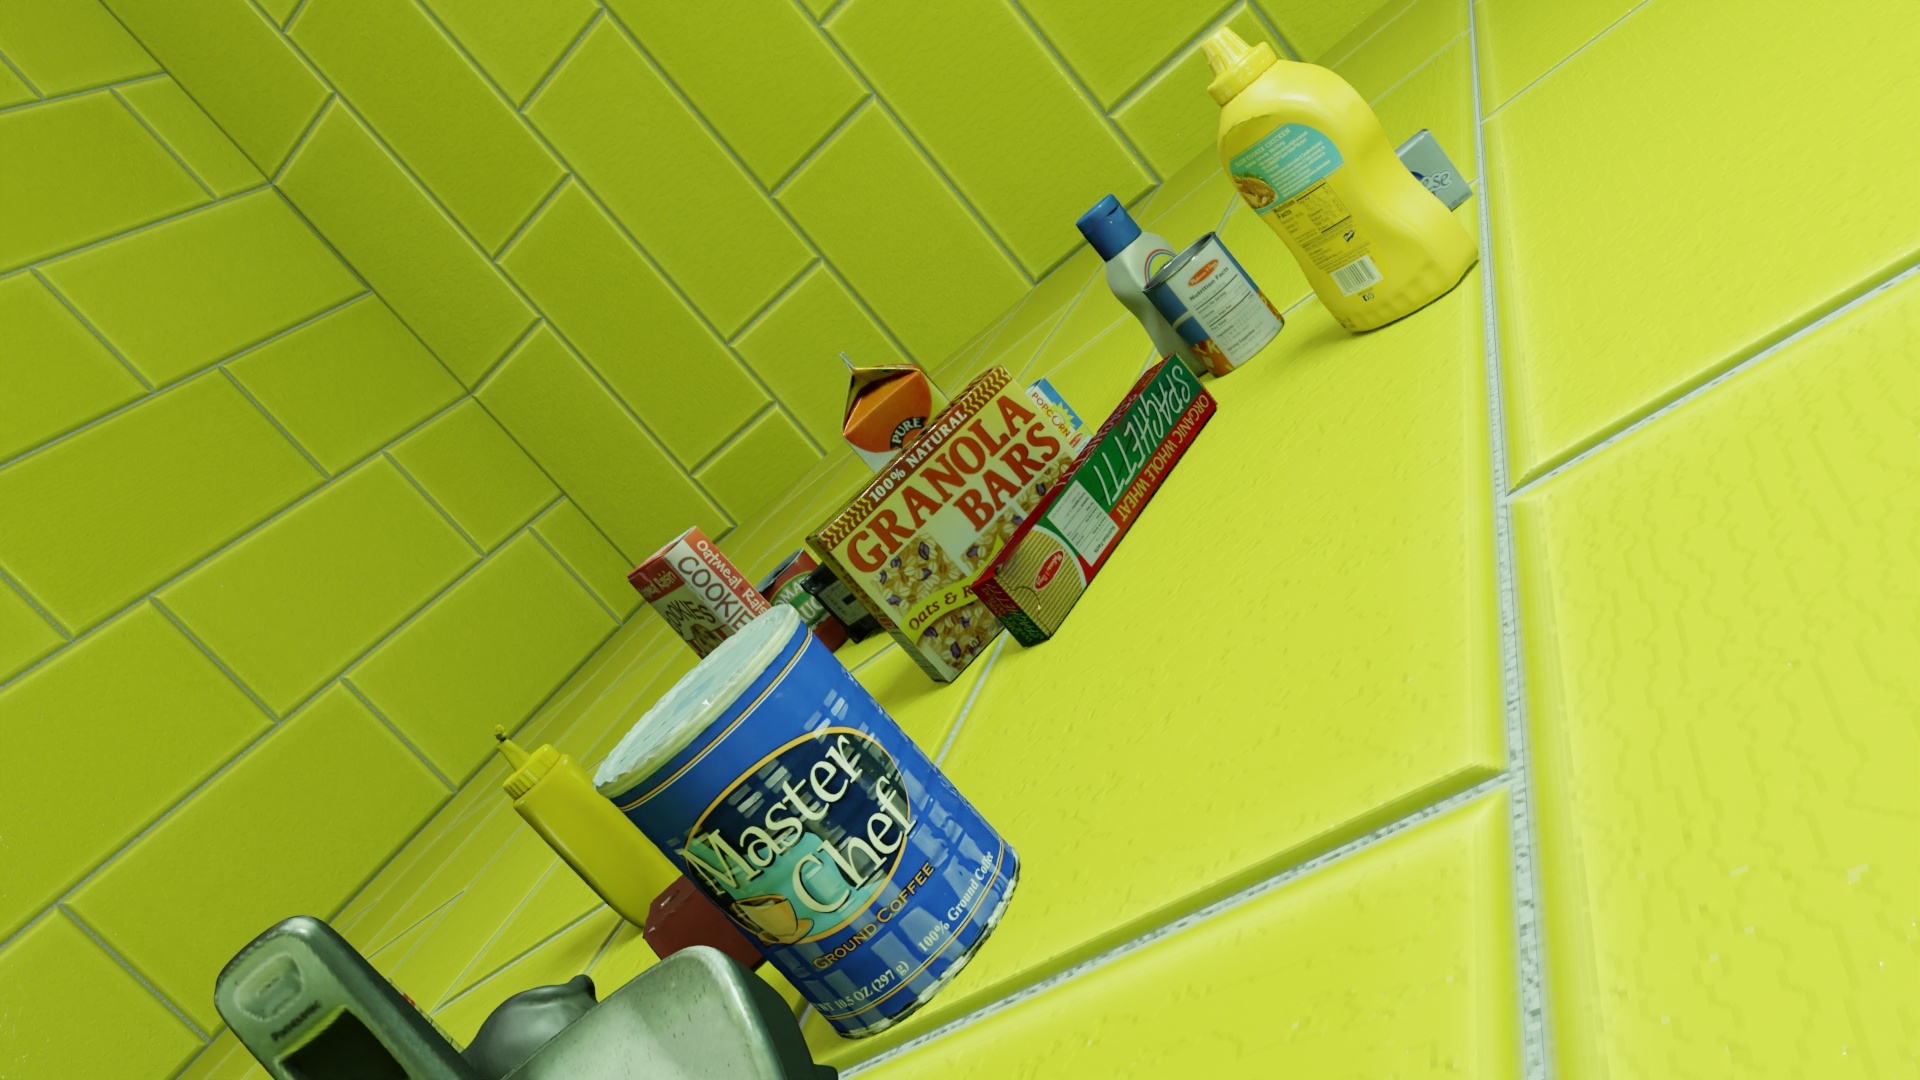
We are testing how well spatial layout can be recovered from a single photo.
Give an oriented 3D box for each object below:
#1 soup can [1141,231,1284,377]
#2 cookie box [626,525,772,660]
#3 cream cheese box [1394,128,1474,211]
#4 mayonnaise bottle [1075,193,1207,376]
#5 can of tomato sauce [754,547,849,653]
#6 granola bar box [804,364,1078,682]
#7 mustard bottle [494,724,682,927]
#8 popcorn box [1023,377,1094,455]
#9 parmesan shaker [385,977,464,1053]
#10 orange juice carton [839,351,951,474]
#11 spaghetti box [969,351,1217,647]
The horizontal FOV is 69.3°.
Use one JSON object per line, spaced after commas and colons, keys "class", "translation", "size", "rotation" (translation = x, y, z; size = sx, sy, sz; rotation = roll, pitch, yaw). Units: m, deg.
{"class": "soup can", "translation": [0.182, -0.170, 1.006], "size": [0.071, 0.083, 0.071], "rotation": [-40, 10, 9]}
{"class": "cookie box", "translation": [-0.185, 0.071, 1.113], "size": [0.040, 0.167, 0.122], "rotation": [-46, 11, -26]}
{"class": "cream cheese box", "translation": [0.283, -0.220, 0.928], "size": [0.103, 0.053, 0.024], "rotation": [-38, 10, 17]}
{"class": "mayonnaise bottle", "translation": [0.148, -0.195, 1.056], "size": [0.065, 0.148, 0.041], "rotation": [-47, 11, -27]}
{"class": "can of tomato sauce", "translation": [-0.135, 0.059, 1.219], "size": [0.071, 0.083, 0.071], "rotation": [-40, 10, 9]}
{"class": "granola bar box", "translation": [0.003, -0.011, 0.881], "size": [0.166, 0.124, 0.039], "rotation": [-45, 10, -19]}
{"class": "mustard bottle", "translation": [-0.248, 0.180, 0.900], "size": [0.049, 0.160, 0.065], "rotation": [-44, 10, -16]}
{"class": "popcorn box", "translation": [0.045, -0.060, 1.043], "size": [0.038, 0.085, 0.126], "rotation": [-48, 12, -33]}
{"class": "parmesan shaker", "translation": [-0.298, 0.298, 0.749], "size": [0.071, 0.103, 0.071], "rotation": [-40, 10, 9]}
{"class": "orange juice carton", "translation": [-0.021, -0.060, 0.982], "size": [0.073, 0.192, 0.072], "rotation": [-41, 10, 4]}
{"class": "spaghetti box", "translation": [0.090, -0.032, 0.860], "size": [0.028, 0.050, 0.251], "rotation": [-30, 15, 49]}
